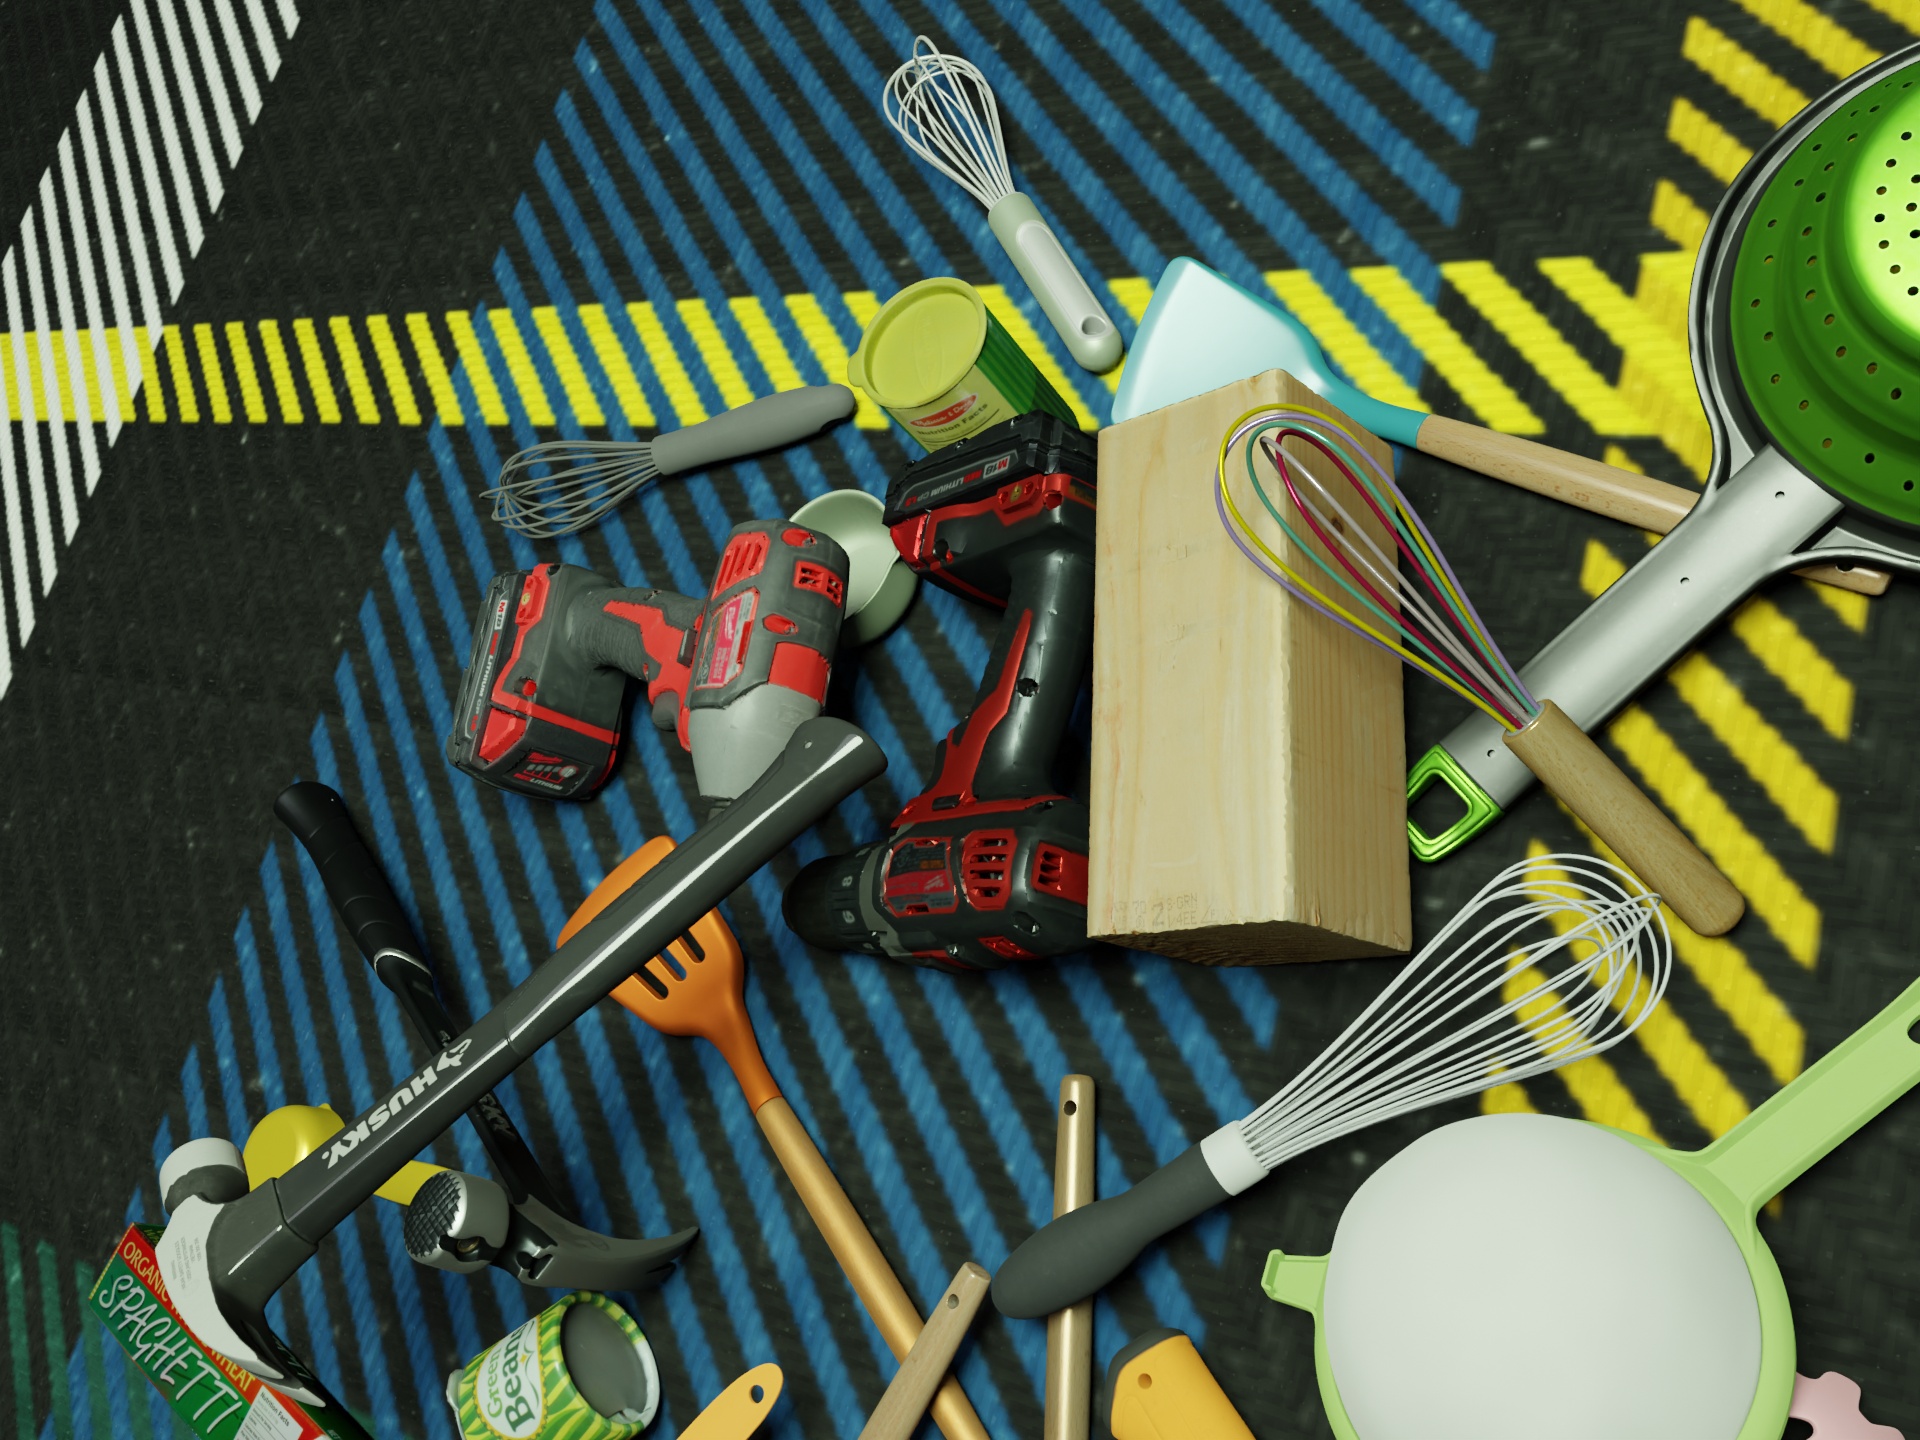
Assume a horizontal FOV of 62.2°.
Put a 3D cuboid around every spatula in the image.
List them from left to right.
[{"bbox_3d":[-0.071,0.349,0.621,0.060,0.018,0.316,32,93,36],"label":"spatula"},{"bbox_3d":[-0.077,0.186,0.691,0.081,0.041,0.323,-45,56,7],"label":"spatula"},{"bbox_3d":[0.208,-0.110,0.646,0.318,0.044,0.082,27,101,34],"label":"spatula"}]

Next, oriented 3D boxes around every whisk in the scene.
[{"bbox_3d":[-0.165,-0.148,0.881,0.239,0.055,0.055,-12,64,22],"label":"whisk"},{"bbox_3d":[0.022,-0.269,0.822,0.058,0.059,0.247,-21,61,-10],"label":"whisk"},{"bbox_3d":[0.126,0.141,0.574,0.284,0.070,0.070,-36,56,14],"label":"whisk"},{"bbox_3d":[0.183,-0.018,0.549,0.047,0.245,0.051,-47,3,-38],"label":"whisk"}]

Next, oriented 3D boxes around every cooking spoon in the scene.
[{"bbox_3d":[0.038,0.293,0.591,0.069,0.017,0.319,-7,66,27],"label":"cooking spoon"}]

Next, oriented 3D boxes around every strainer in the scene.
[{"bbox_3d":[0.214,0.147,0.498,0.256,0.069,0.152,-38,35,2],"label":"strainer"}]

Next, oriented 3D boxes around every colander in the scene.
[{"bbox_3d":[0.288,-0.094,0.532,0.397,0.094,0.205,-46,65,16],"label":"colander"}]

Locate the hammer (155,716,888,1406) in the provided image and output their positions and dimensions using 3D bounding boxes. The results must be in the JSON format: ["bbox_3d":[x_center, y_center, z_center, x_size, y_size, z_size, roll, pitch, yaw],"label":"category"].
[{"bbox_3d":[-0.162,0.115,0.623,0.335,0.035,0.146,-40,36,-11],"label":"hammer"}]

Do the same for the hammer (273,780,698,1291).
[{"bbox_3d":[-0.264,0.137,0.788,0.036,0.149,0.409,-53,45,1],"label":"hammer"}]

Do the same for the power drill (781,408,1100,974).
[{"bbox_3d":[-0.001,-0.002,0.692,0.188,0.080,0.227,-13,62,50],"label":"power drill"}]

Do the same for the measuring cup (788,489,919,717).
[{"bbox_3d":[-0.060,-0.030,0.775,0.083,0.038,0.168,-4,70,29],"label":"measuring cup"}]

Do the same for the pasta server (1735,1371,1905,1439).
[{"bbox_3d":[0.151,0.300,0.479,0.316,0.040,0.060,-38,53,1],"label":"pasta server"}]

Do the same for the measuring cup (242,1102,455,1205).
[{"bbox_3d":[-0.313,0.231,0.816,0.156,0.029,0.062,-1,70,32],"label":"measuring cup"}]

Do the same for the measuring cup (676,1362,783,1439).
[{"bbox_3d":[-0.121,0.327,0.651,0.173,0.052,0.095,-47,59,2],"label":"measuring cup"}]

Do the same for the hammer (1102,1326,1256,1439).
[{"bbox_3d":[0.150,0.342,0.496,0.127,0.034,0.337,-41,55,10],"label":"hammer"}]

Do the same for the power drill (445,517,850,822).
[{"bbox_3d":[-0.150,-0.015,0.769,0.220,0.078,0.143,-2,72,41],"label":"power drill"}]
